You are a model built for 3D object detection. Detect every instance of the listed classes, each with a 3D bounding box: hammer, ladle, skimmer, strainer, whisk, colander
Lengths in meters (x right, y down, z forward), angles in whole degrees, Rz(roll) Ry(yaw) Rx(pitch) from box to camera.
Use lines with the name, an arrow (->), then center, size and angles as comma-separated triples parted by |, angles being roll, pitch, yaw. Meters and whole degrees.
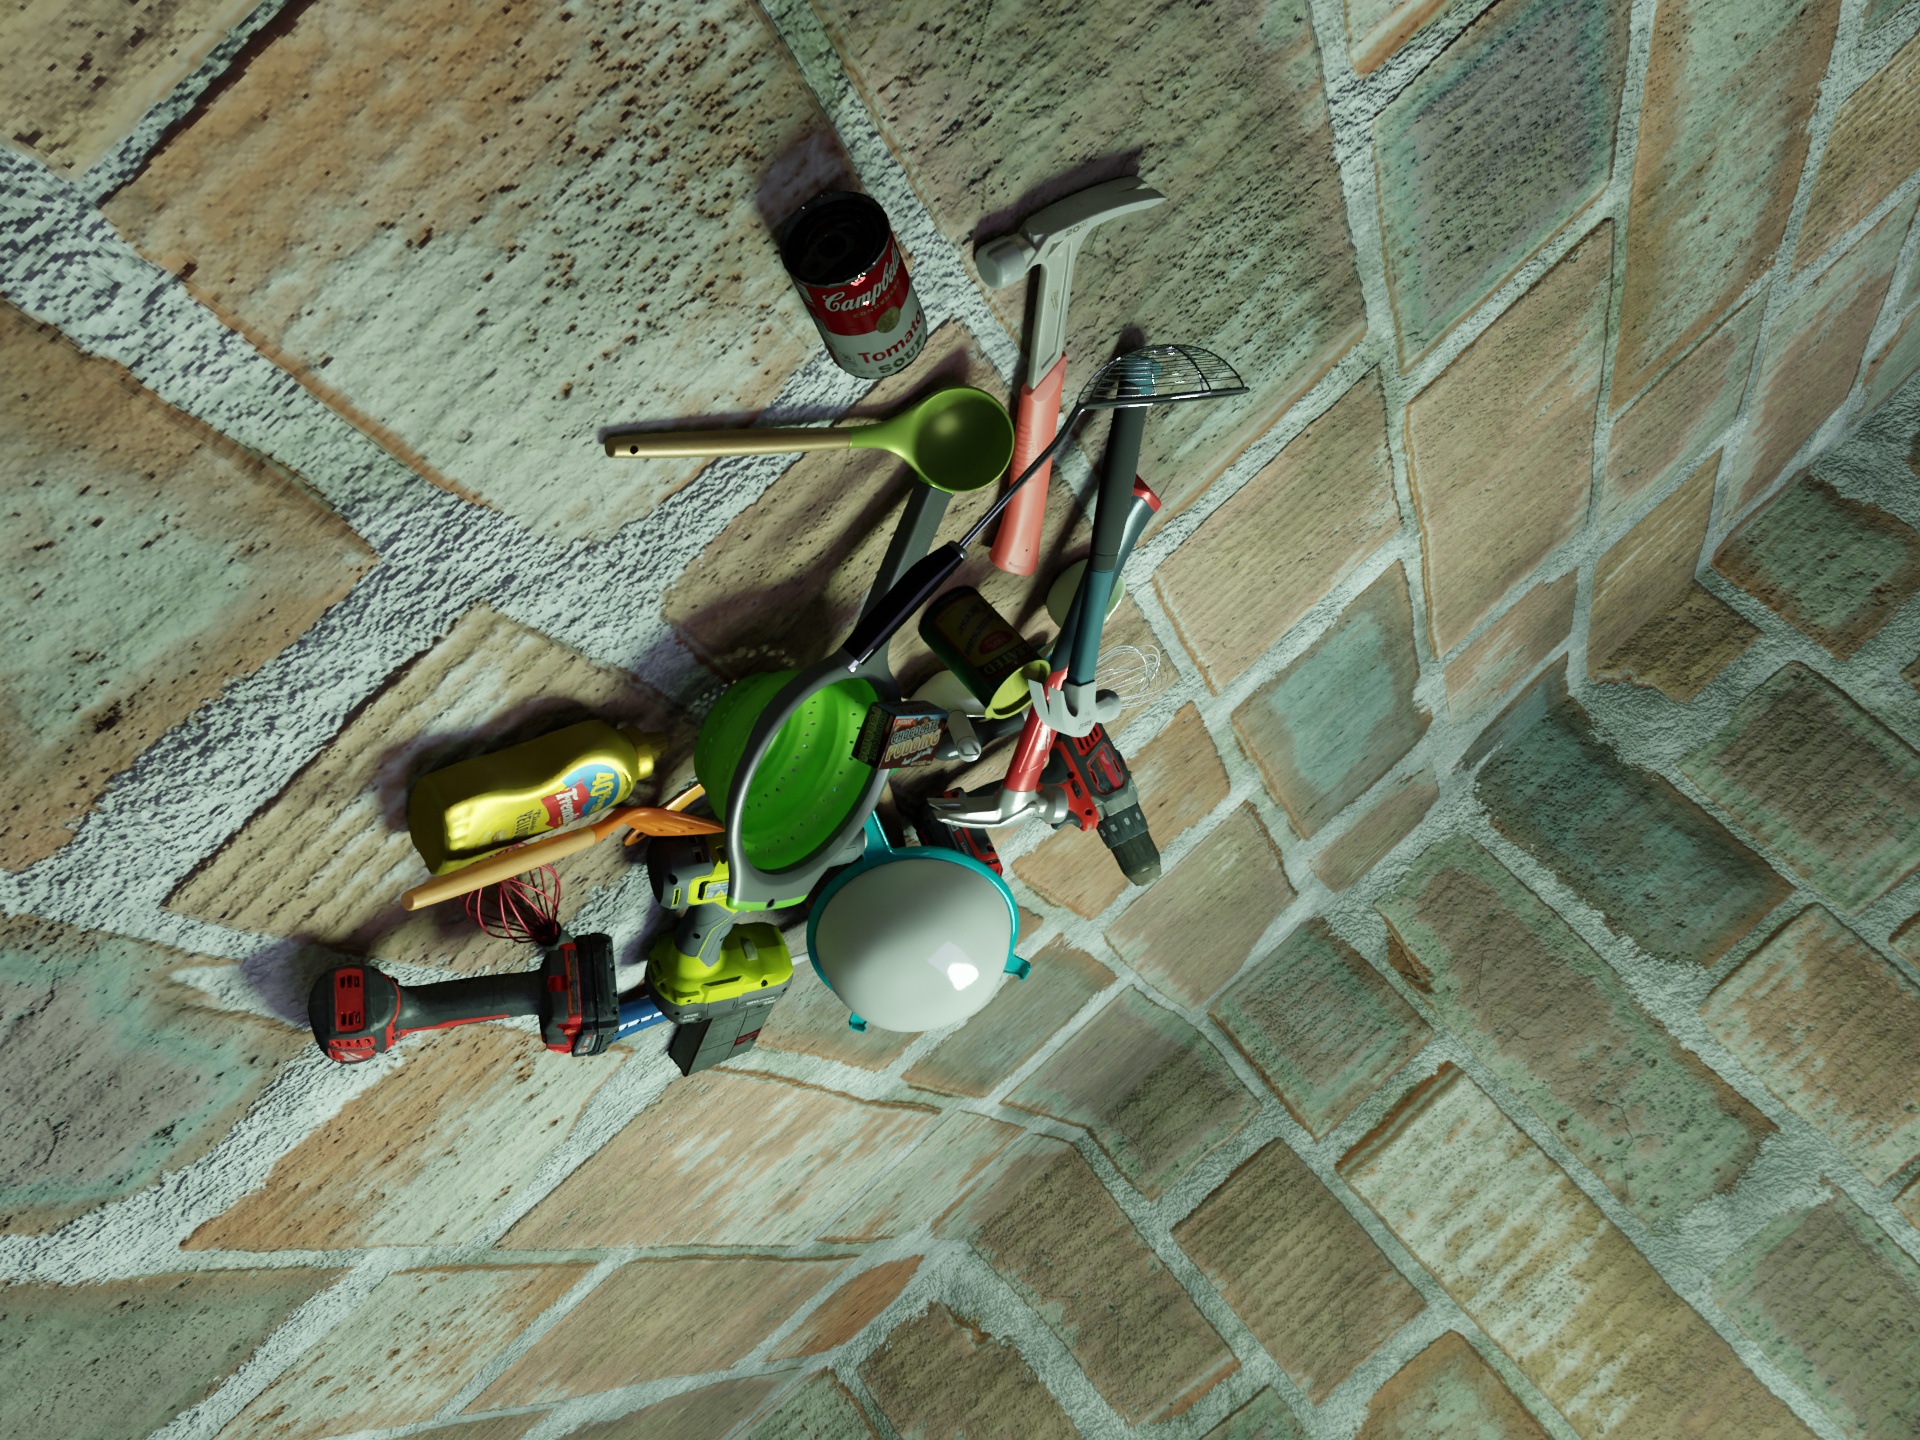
hammer -> 0.121, -0.142, 1.331 | 0.128, 0.033, 0.331 | -20, 125, -54
ladle -> -0.092, -0.188, 1.078 | 0.320, 0.062, 0.078 | -12, 118, -42
hammer -> 0.084, -0.055, 1.460 | 0.143, 0.038, 0.386 | 1, 128, -26
skimmer -> 0.060, -0.150, 1.187 | 0.363, 0.090, 0.127 | -46, -166, -2
strainer -> -0.060, 0.181, 1.499 | 0.211, 0.095, 0.340 | -18, 125, 3
hammer -> -0.179, 0.244, 1.607 | 0.405, 0.035, 0.144 | -15, 156, -34
strainer -> -0.002, -0.004, 1.376 | 0.087, 0.258, 0.050 | 6, 103, -7
whisk -> 0.091, -0.015, 1.607 | 0.284, 0.070, 0.070 | -21, 148, -26
colander -> -0.112, -0.046, 1.254 | 0.204, 0.095, 0.397 | 6, 109, -61
hammer -> 0.068, -0.246, 1.231 | 0.149, 0.037, 0.358 | -30, 152, -23
whisk -> -0.340, 0.166, 1.286 | 0.073, 0.073, 0.295 | -35, 159, -13

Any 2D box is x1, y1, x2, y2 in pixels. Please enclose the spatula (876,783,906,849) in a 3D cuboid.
spatula -> -0.073, 0.116, 1.617 | 0.082, 0.044, 0.317 | -33, 149, -15

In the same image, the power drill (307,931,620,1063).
power drill -> -0.380, 0.221, 1.220 | 0.219, 0.079, 0.143 | -2, 159, -20

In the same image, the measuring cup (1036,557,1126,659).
measuring cup -> 0.082, -0.088, 1.497 | 0.167, 0.038, 0.083 | -43, 154, 6

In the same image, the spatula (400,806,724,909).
spatula -> -0.288, 0.100, 1.174 | 0.081, 0.041, 0.322 | -6, -173, 26

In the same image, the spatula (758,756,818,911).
spatula -> -0.156, 0.107, 1.490 | 0.060, 0.018, 0.315 | -34, 153, -17

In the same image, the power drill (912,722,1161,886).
power drill -> 0.085, 0.116, 1.633 | 0.226, 0.188, 0.080 | -25, 175, -15

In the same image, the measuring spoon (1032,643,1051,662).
measuring spoon -> 0.040, -0.050, 1.527 | 0.128, 0.021, 0.042 | -16, 146, -26

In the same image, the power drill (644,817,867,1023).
power drill -> -0.192, 0.170, 1.435 | 0.190, 0.080, 0.228 | -8, 141, -26

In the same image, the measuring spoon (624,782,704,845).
measuring spoon -> -0.232, 0.071, 1.334 | 0.117, 0.011, 0.021 | -37, 154, -10
